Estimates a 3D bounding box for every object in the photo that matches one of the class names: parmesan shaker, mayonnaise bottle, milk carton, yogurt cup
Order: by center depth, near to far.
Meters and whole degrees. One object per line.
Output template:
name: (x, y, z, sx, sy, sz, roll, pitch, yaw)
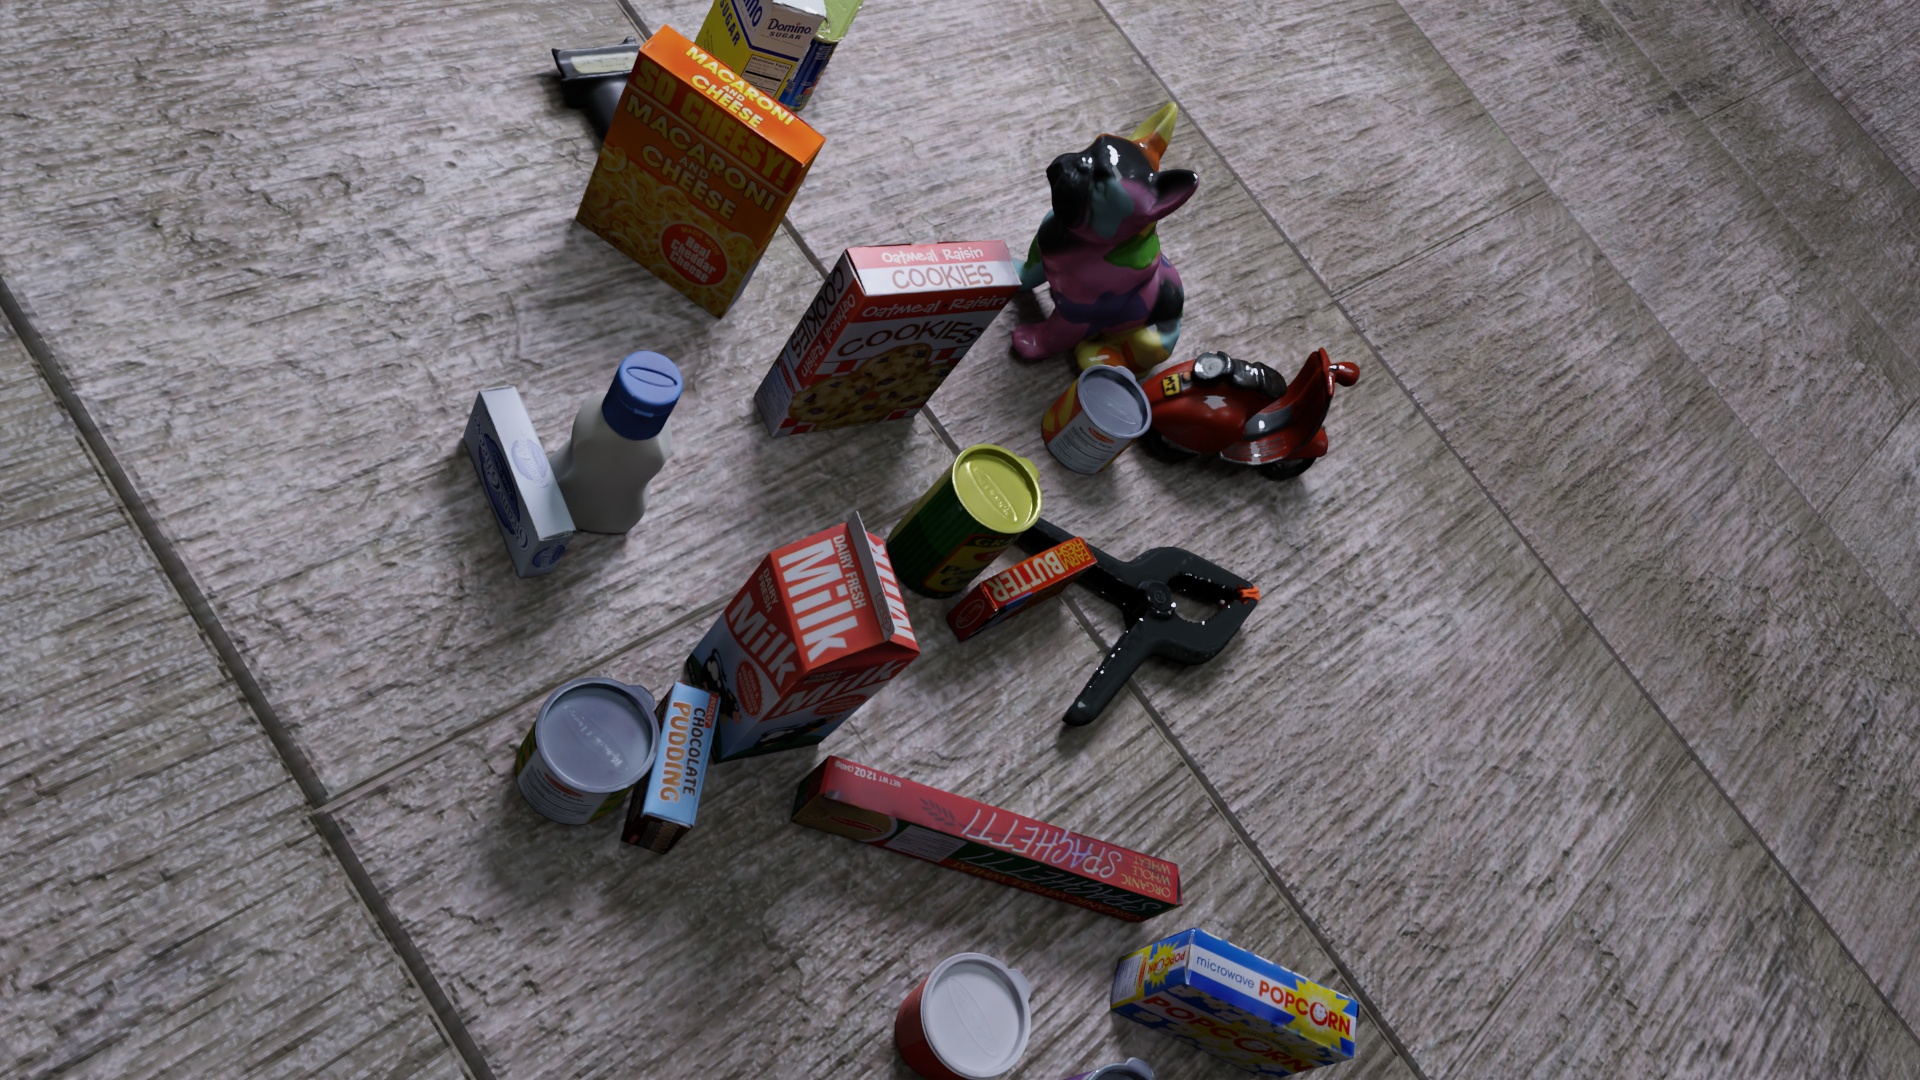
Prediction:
milk carton: (-0.085, 0.057, 0.784, 0.073, 0.189, 0.072, -6, 66, -33)
yogurt cup: (-0.002, 0.274, 0.789, 0.072, 0.053, 0.073, 15, 56, -23)
mayonnaise bottle: (-0.201, -0.055, 0.813, 0.065, 0.147, 0.041, 15, 56, -23)
parmesan shaker: (0.003, -0.012, 0.935, 0.071, 0.102, 0.071, 15, 56, -23)

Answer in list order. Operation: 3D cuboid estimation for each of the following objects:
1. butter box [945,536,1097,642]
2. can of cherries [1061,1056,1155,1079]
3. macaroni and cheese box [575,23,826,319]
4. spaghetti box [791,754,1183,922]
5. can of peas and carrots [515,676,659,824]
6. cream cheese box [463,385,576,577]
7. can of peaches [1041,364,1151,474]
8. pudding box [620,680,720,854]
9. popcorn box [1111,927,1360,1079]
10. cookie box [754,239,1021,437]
butter box: (0.043, 0.033, 0.963, 0.104, 0.053, 0.024, -24, 76, -38)
can of cherries: (0.081, 0.337, 0.797, 0.071, 0.058, 0.072, 15, 56, -23)
macaroni and cheese box: (-0.177, -0.242, 0.928, 0.123, 0.165, 0.040, 34, 51, -8)
spaghetti box: (0.020, 0.188, 0.858, 0.250, 0.050, 0.029, 21, 54, -18)
can of peas and carrots: (-0.204, 0.115, 0.765, 0.071, 0.058, 0.071, 15, 56, -23)
cream cheese box: (-0.263, -0.034, 0.825, 0.024, 0.053, 0.104, -15, 71, -36)
can of peaches: (0.105, -0.094, 1.074, 0.071, 0.057, 0.071, 15, 56, -23)
pudding box: (-0.163, 0.128, 0.787, 0.030, 0.049, 0.084, 20, 54, -19)
popcorn box: (0.169, 0.288, 0.861, 0.127, 0.084, 0.038, 27, 52, -14)
cookie box: (-0.052, -0.136, 0.936, 0.123, 0.166, 0.040, -12, 69, -35)
